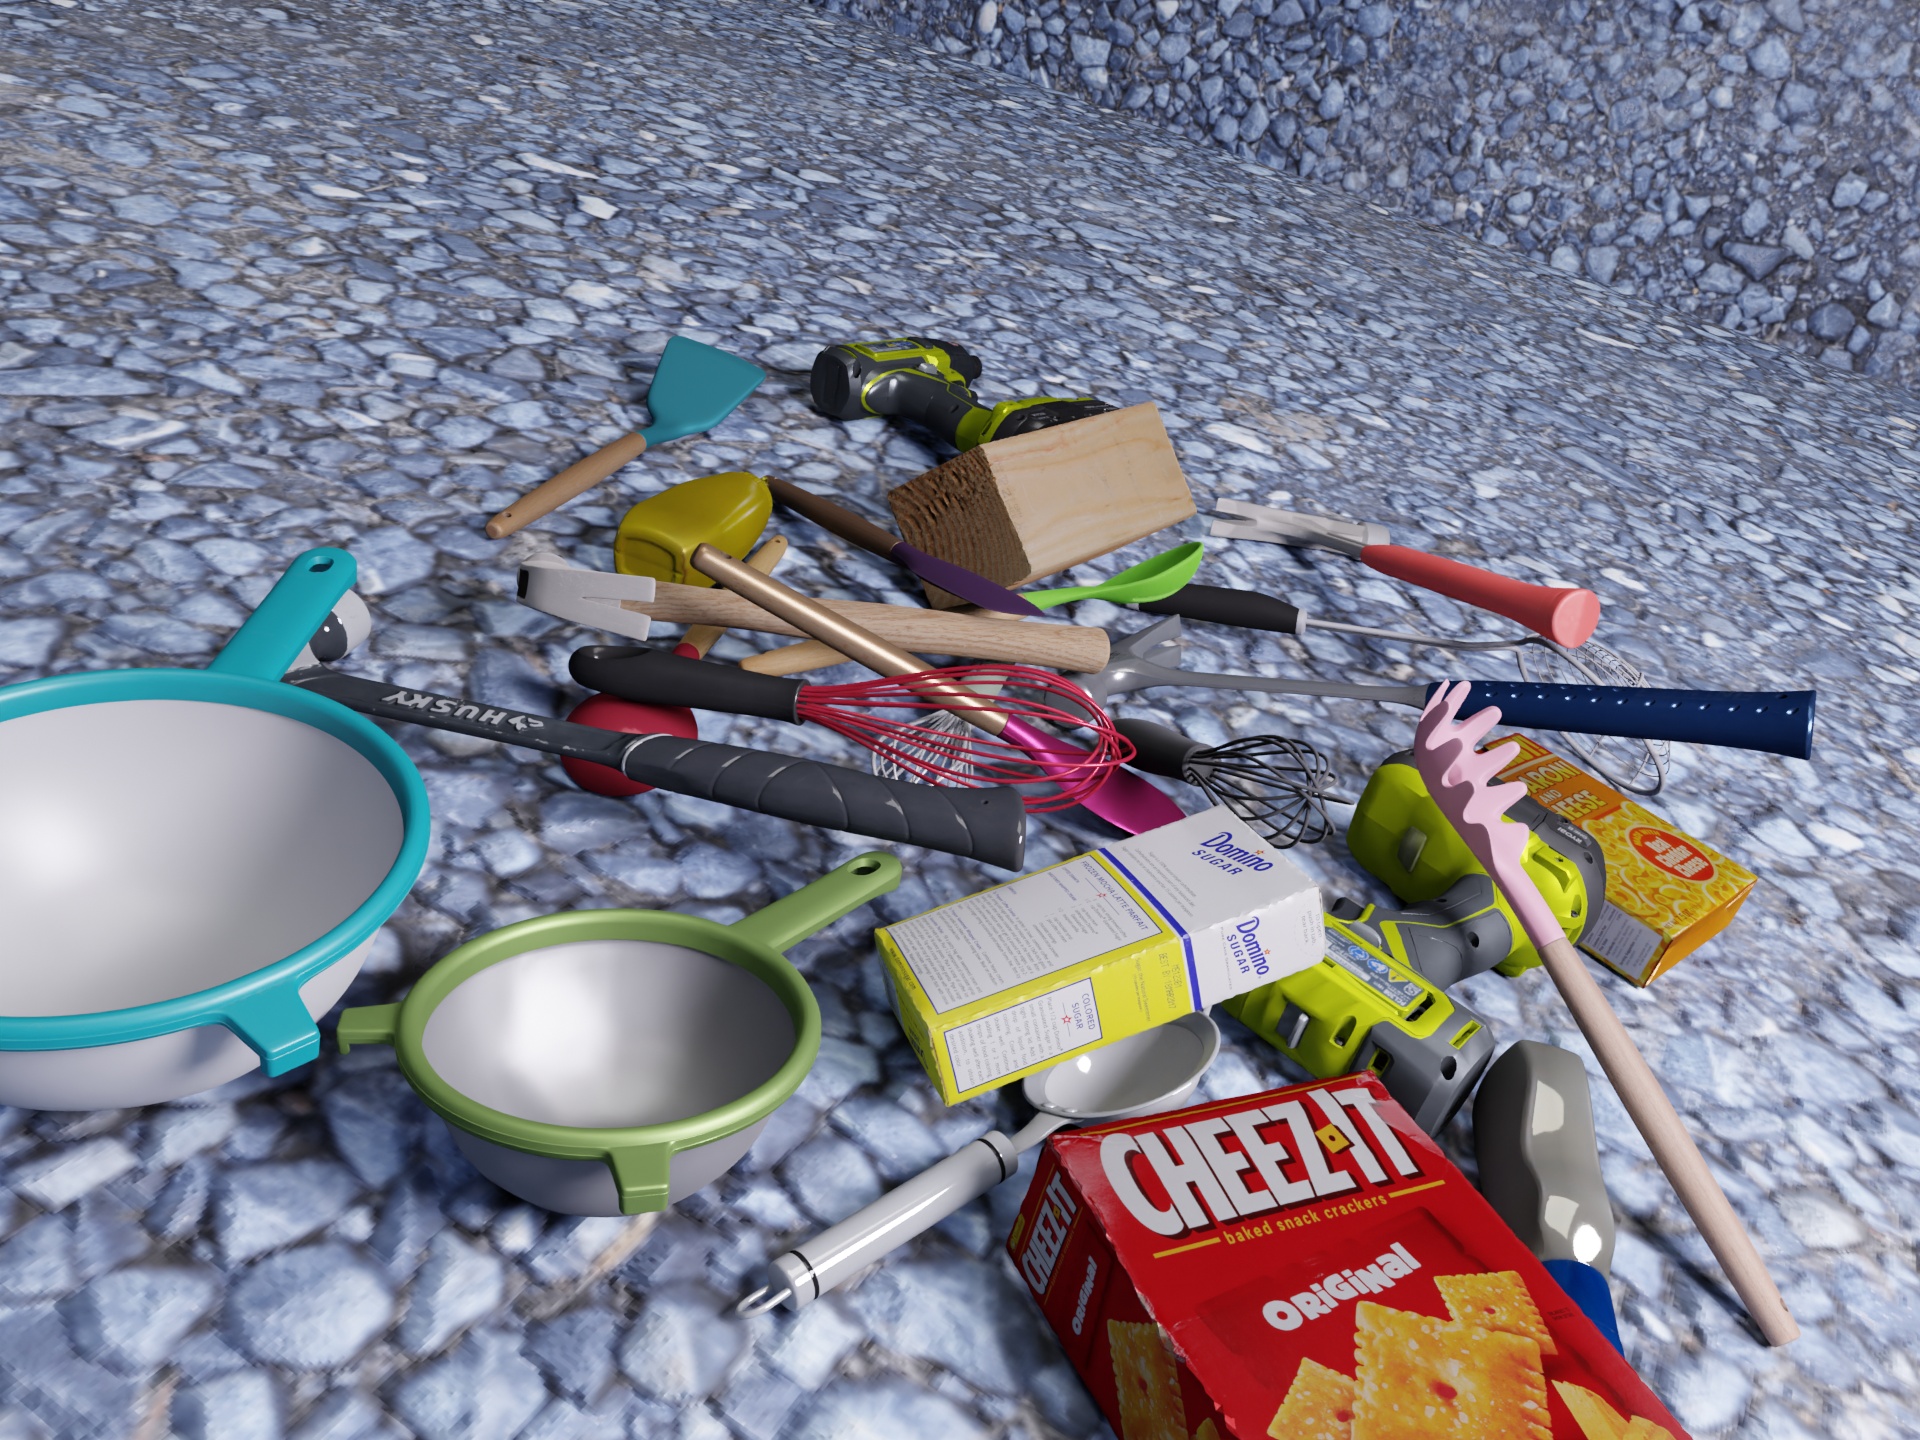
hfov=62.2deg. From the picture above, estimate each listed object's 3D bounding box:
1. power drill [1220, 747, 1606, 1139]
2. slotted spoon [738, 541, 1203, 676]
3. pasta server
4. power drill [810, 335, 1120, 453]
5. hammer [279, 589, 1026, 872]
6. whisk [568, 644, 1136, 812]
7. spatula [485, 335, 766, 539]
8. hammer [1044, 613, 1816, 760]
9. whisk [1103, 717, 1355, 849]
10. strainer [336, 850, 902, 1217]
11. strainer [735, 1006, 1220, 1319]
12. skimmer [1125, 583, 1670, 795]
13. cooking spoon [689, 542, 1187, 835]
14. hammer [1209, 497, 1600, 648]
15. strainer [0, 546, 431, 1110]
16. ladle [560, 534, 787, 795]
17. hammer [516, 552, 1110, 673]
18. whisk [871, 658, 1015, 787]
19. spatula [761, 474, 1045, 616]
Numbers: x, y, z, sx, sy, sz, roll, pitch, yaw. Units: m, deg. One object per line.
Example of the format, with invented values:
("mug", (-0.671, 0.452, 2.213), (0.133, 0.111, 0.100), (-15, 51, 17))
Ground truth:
("power drill", (0.206, 0.094, 0.803), (0.191, 0.080, 0.228), (35, 38, 29))
("slotted spoon", (0.014, -0.064, 0.970), (0.313, 0.031, 0.070), (-15, 7, -22))
("pasta server", (0.288, 0.122, 0.720), (0.060, 0.040, 0.316), (4, 54, -46))
("power drill", (0.013, -0.249, 1.274), (0.223, 0.080, 0.171), (34, 35, 33))
("hammer", (-0.166, 0.014, 0.744), (0.409, 0.036, 0.149), (11, 32, 11))
("whisk", (-0.059, -0.006, 0.783), (0.296, 0.073, 0.073), (9, 29, 14))
("spatula", (-0.237, -0.196, 1.103), (0.082, 0.044, 0.318), (24, 32, 6))
("hammer", (0.259, -0.017, 0.909), (0.406, 0.035, 0.144), (6, 22, 30))
("whisk", (0.127, 0.023, 0.820), (0.055, 0.055, 0.239), (4, 6, -18))
("strainer", (-0.102, 0.120, 0.630), (0.151, 0.069, 0.256), (18, 24, 27))
("strainer", (0.019, 0.171, 0.628), (0.258, 0.050, 0.087), (-21, 13, -37))
("skimmer", (0.283, -0.029, 1.060), (0.363, 0.090, 0.127), (11, -13, 14))
("cooking spoon", (0.001, -0.010, 0.835), (0.318, 0.017, 0.069), (29, 23, -19))
("hammer", (0.312, -0.109, 1.116), (0.149, 0.036, 0.359), (7, 13, -17))
("strainer", (-0.305, 0.040, 0.637), (0.211, 0.095, 0.341), (7, 30, -5))
("ladle", (-0.149, -0.048, 0.922), (0.069, 0.031, 0.316), (16, 29, 3))
("hammer", (-0.073, -0.055, 0.876), (0.331, 0.031, 0.130), (6, 7, -18))
("whisk", (-0.001, -0.003, 0.897), (0.059, 0.058, 0.246), (50, 26, -9))
("spatula", (-0.050, -0.114, 1.016), (0.059, 0.018, 0.316), (3, 18, -38))
